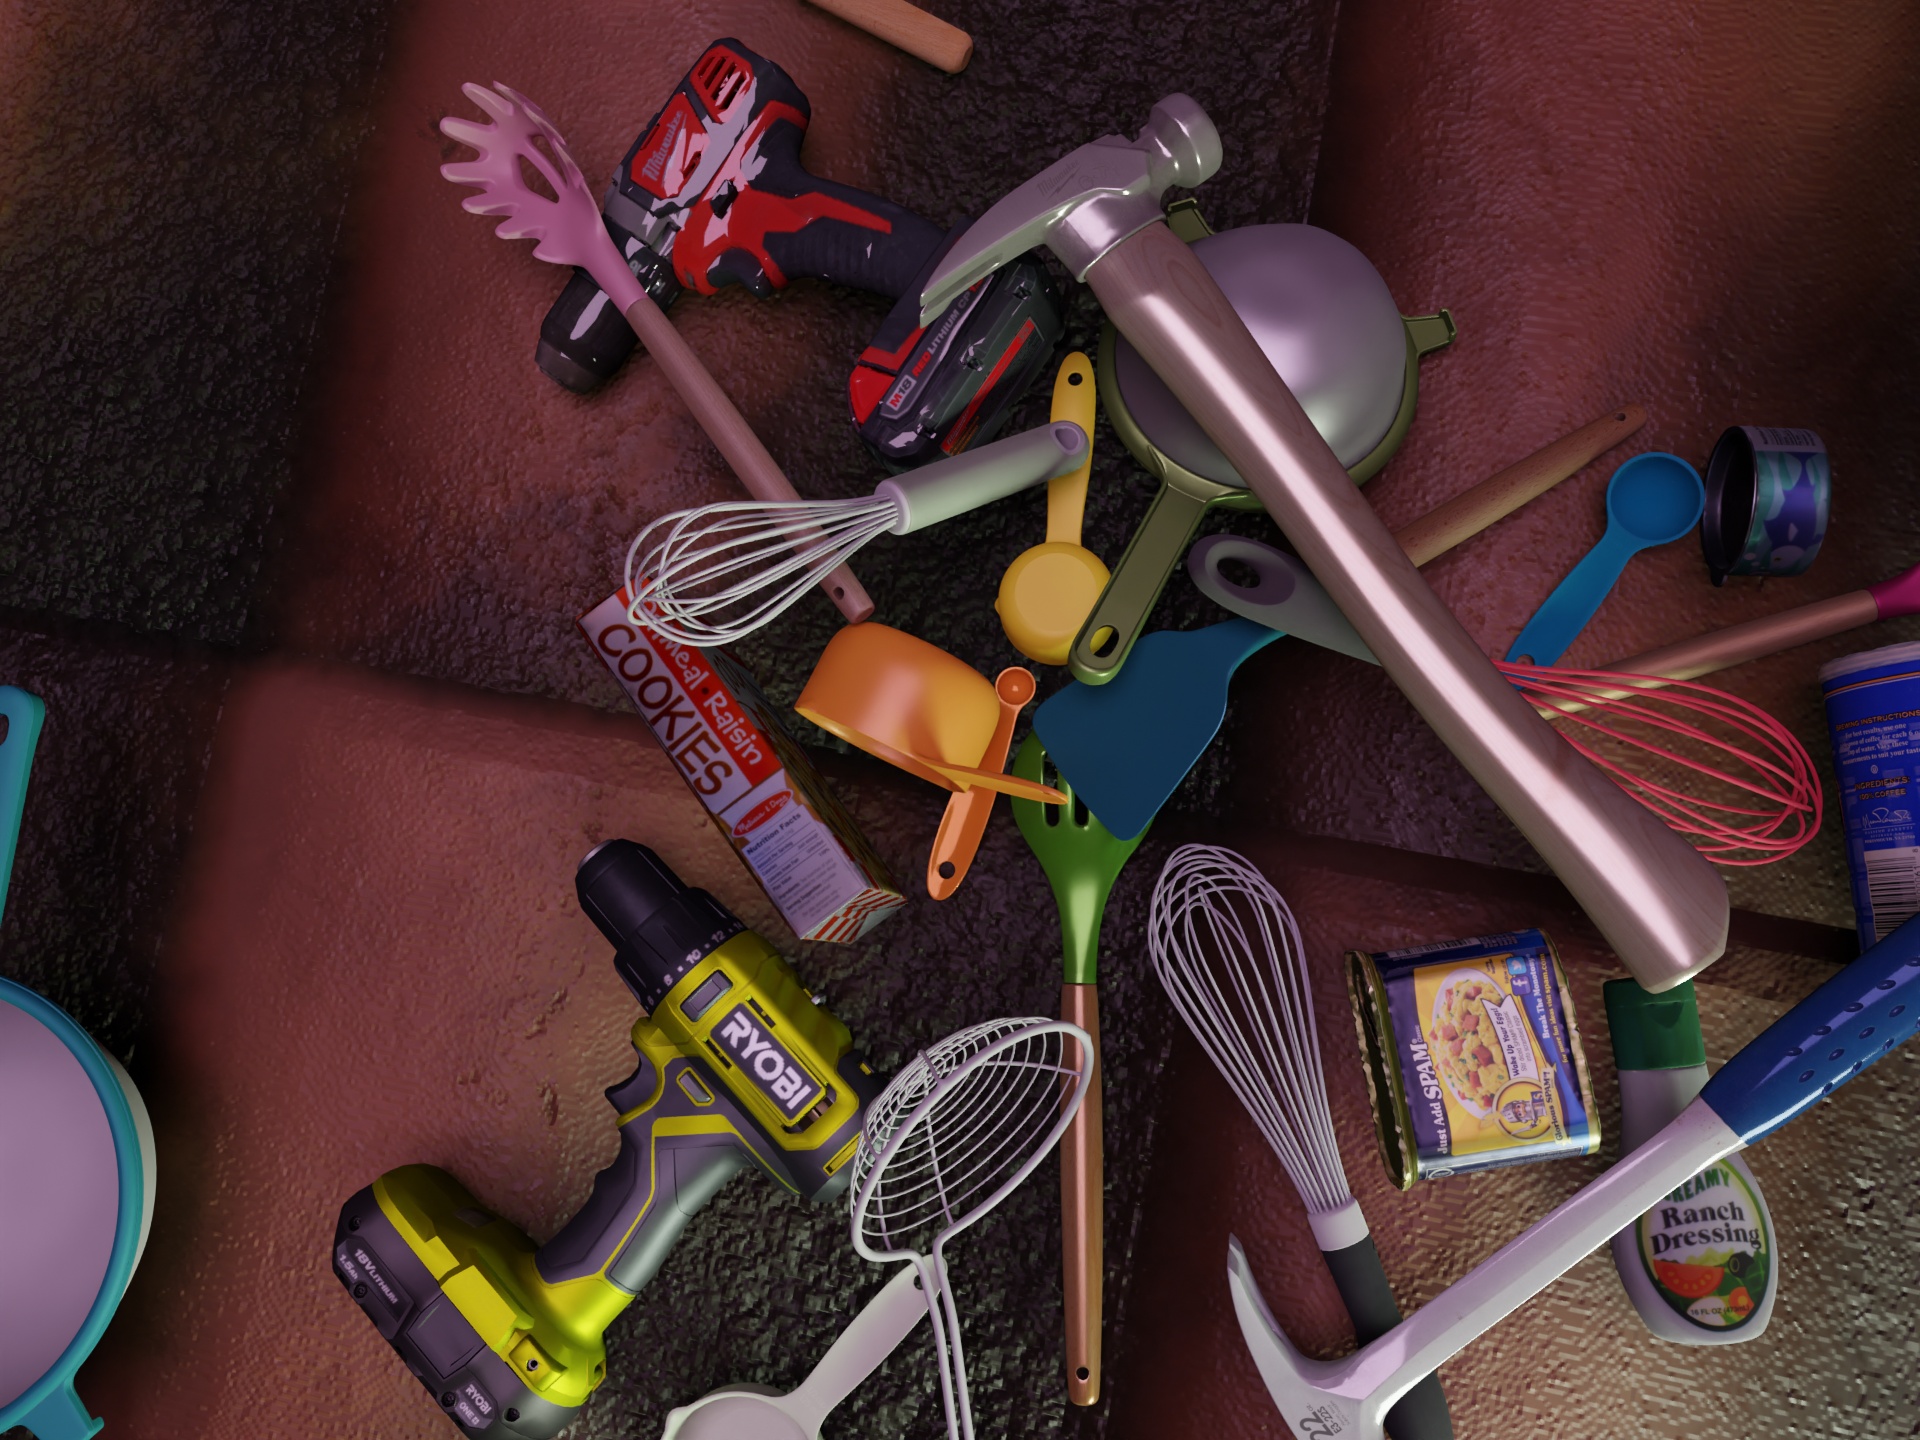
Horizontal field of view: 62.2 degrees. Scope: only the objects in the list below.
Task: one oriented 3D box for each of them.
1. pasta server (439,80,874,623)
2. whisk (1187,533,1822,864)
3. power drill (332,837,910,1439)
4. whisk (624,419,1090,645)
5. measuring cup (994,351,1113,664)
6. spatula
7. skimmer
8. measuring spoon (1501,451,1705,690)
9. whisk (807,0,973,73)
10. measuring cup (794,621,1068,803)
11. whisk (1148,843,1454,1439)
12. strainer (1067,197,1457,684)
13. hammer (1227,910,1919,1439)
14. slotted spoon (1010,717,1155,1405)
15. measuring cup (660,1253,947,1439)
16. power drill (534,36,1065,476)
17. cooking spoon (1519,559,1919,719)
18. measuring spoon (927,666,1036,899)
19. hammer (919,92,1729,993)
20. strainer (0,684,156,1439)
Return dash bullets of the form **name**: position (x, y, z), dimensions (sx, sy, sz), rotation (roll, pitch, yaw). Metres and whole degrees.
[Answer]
- **pasta server**: position (-0.138, -0.168, 0.726), dimensions (0.060, 0.040, 0.316), rotation (-44, 75, 29)
- **whisk**: position (0.233, -0.014, 0.679), dimensions (0.296, 0.073, 0.073), rotation (23, 85, -3)
- **power drill**: position (-0.162, 0.185, 0.717), dimensions (0.228, 0.080, 0.190), rotation (-44, 80, -4)
- **whisk**: position (-0.036, -0.088, 0.683), dimensions (0.246, 0.059, 0.058), rotation (-25, 79, -33)
- **measuring cup**: position (0.049, -0.105, 0.757), dimensions (0.062, 0.029, 0.156), rotation (3, 82, 8)
- **spatula**: position (0.181, -0.060, 0.721), dimensions (0.317, 0.044, 0.082), rotation (-30, 56, -9)
- **skimmer**: position (0.021, 0.303, 0.656), dimensions (0.090, 0.127, 0.363), rotation (-8, 89, 44)
- **measuring spoon**: position (0.290, -0.066, 0.732), dimensions (0.042, 0.021, 0.128), rotation (38, 97, 10)
- **whisk**: position (-0.103, -0.392, 0.818), dimensions (0.245, 0.051, 0.047), rotation (29, 107, 6)
- **measuring cup**: position (-0.001, -0.002, 0.688), dimensions (0.174, 0.095, 0.052), rotation (14, 76, 53)
- **whisk**: position (0.152, 0.187, 0.689), dimensions (0.070, 0.070, 0.285), rotation (-22, 84, 3)
- **strainer**: position (0.114, -0.132, 0.705), dimensions (0.151, 0.069, 0.256), rotation (27, 71, 9)
- **hammer**: position (0.281, 0.156, 0.612), dimensions (0.405, 0.035, 0.144), rotation (-43, 87, 12)
- **slotted spoon**: position (0.056, 0.145, 0.721), dimensions (0.070, 0.031, 0.314), rotation (-1, 83, 10)
- **measuring cup**: position (-0.065, 0.301, 0.709), dimensions (0.083, 0.038, 0.167), rotation (43, 83, 11)
- **power drill**: position (-0.085, -0.199, 0.765), dimensions (0.227, 0.080, 0.188), rotation (37, 94, 15)
- **cooking spoon**: position (0.381, -0.044, 0.713), dimensions (0.319, 0.017, 0.069), rotation (-17, 85, 4)
- **measuring spoon**: position (0.010, 0.030, 0.753), dimensions (0.021, 0.011, 0.117), rotation (20, 88, 14)
- **hammer**: position (0.152, -0.061, 0.642), dimensions (0.146, 0.038, 0.411), rotation (-35, 81, -6)
- **strainer**: position (-0.453, 0.158, 0.748), dimensions (0.211, 0.095, 0.340), rotation (4, 80, 5)
